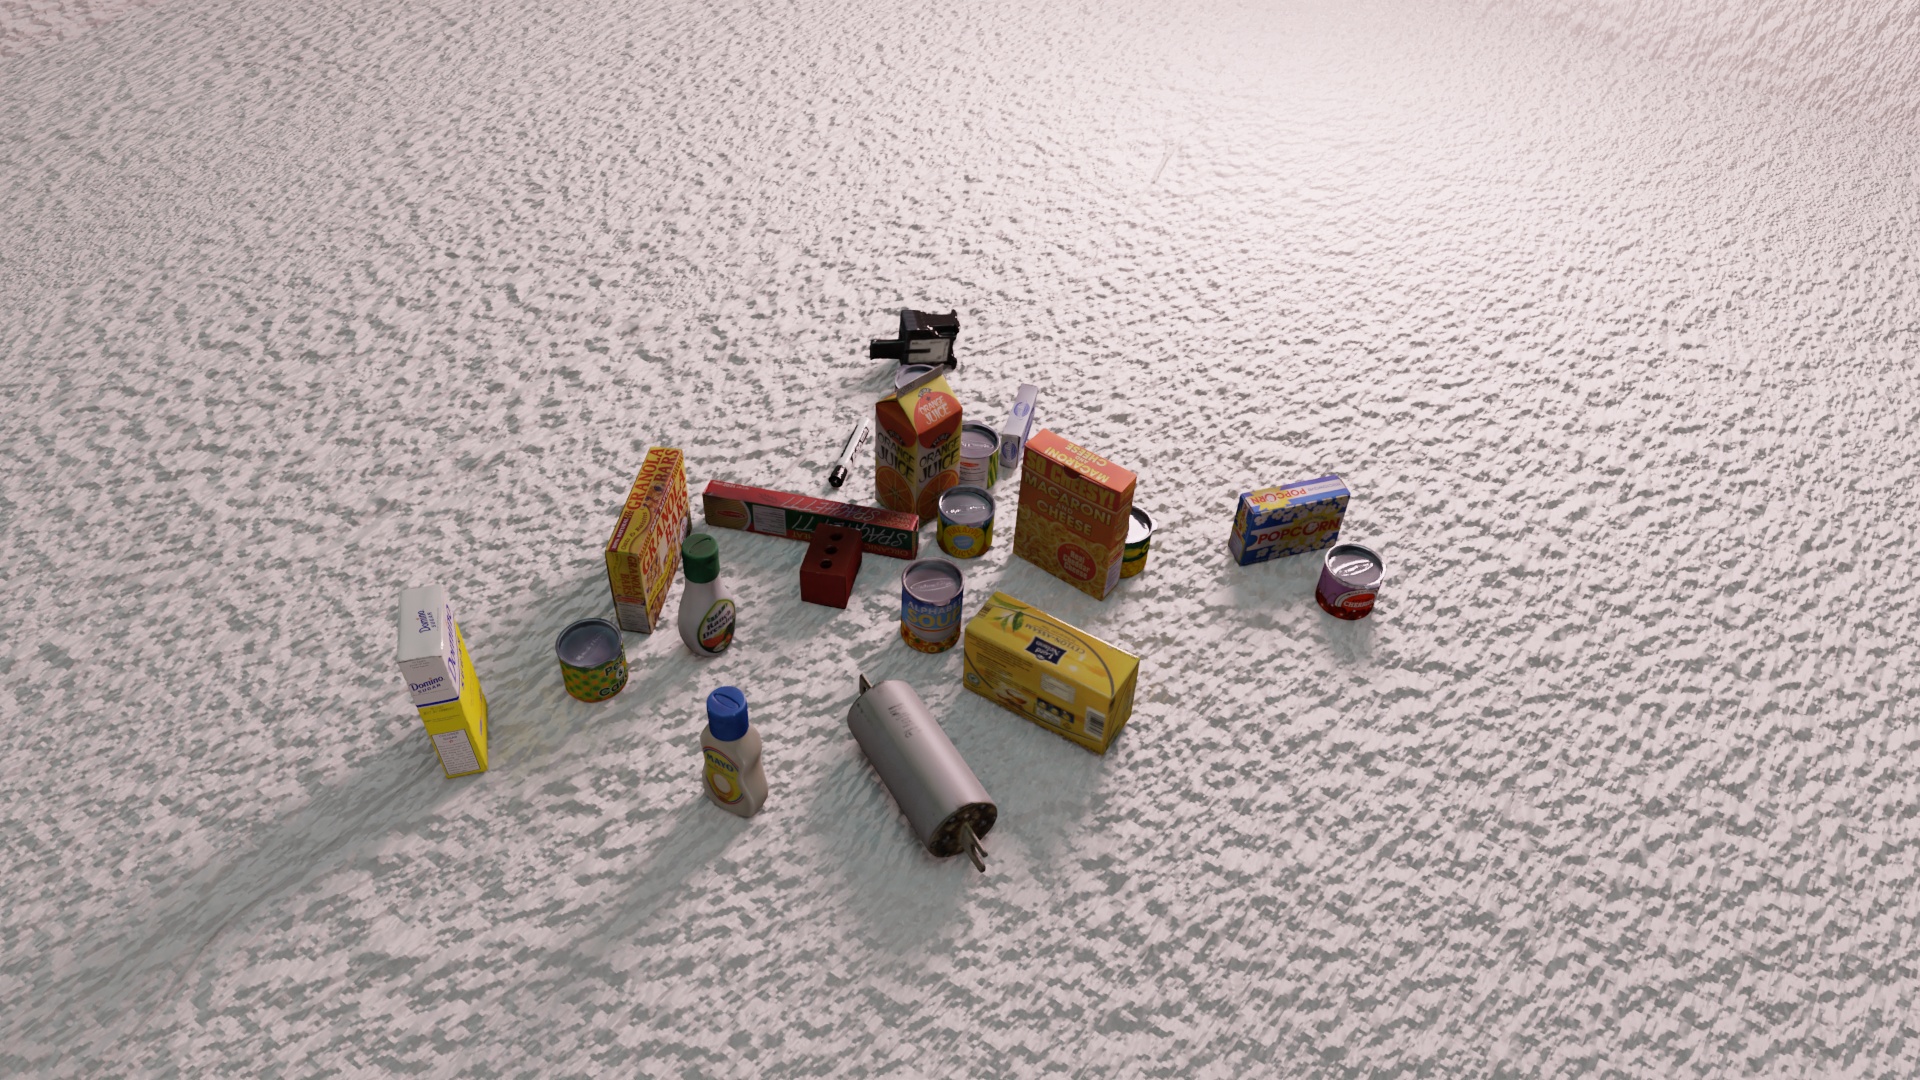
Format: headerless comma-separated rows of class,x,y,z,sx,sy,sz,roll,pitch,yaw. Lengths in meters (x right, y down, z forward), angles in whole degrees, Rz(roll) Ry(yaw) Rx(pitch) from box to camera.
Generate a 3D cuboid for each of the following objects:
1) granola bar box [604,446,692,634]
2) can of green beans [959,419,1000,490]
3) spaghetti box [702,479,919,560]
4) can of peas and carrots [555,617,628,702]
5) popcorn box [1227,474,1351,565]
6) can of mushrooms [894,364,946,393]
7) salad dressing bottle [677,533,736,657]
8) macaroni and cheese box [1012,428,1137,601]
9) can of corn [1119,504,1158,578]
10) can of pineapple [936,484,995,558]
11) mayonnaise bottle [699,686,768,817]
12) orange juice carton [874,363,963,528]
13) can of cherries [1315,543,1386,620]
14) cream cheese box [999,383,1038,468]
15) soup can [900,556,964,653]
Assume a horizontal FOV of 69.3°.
granola bar box,-0.334,-0.002,1.497,0.039,0.123,0.166,7,45,3
can of green beans,0.013,-0.099,1.665,0.071,0.057,0.071,2,45,-2
spaghetti box,-0.169,-0.023,1.582,0.250,0.049,0.029,10,45,6
can of peas and carrots,-0.372,0.123,1.414,0.071,0.058,0.071,2,45,-2
popcorn box,0.377,-0.023,1.593,0.127,0.084,0.038,-11,47,-15
can of mushrooms,-0.053,-0.194,1.774,0.071,0.033,0.071,2,45,-2
salad dressing bottle,-0.263,0.057,1.426,0.044,0.146,0.064,33,52,26
macaroni and cheese box,0.123,-0.026,1.522,0.124,0.165,0.040,29,50,23
can of corn,0.185,0.000,1.576,0.071,0.058,0.071,2,45,-2
can of pineapple,0.006,-0.020,1.585,0.071,0.057,0.071,2,45,-2
mayonnaise bottle,-0.213,0.195,1.289,0.065,0.147,0.041,24,48,19
orange juice carton,-0.048,-0.112,1.579,0.072,0.191,0.073,-33,55,-31
can of cherries,0.434,0.048,1.544,0.071,0.058,0.072,2,45,-2
cream cheese box,0.072,-0.142,1.716,0.024,0.053,0.104,12,45,8
soup can,-0.030,0.071,1.472,0.071,0.083,0.072,2,45,-2
